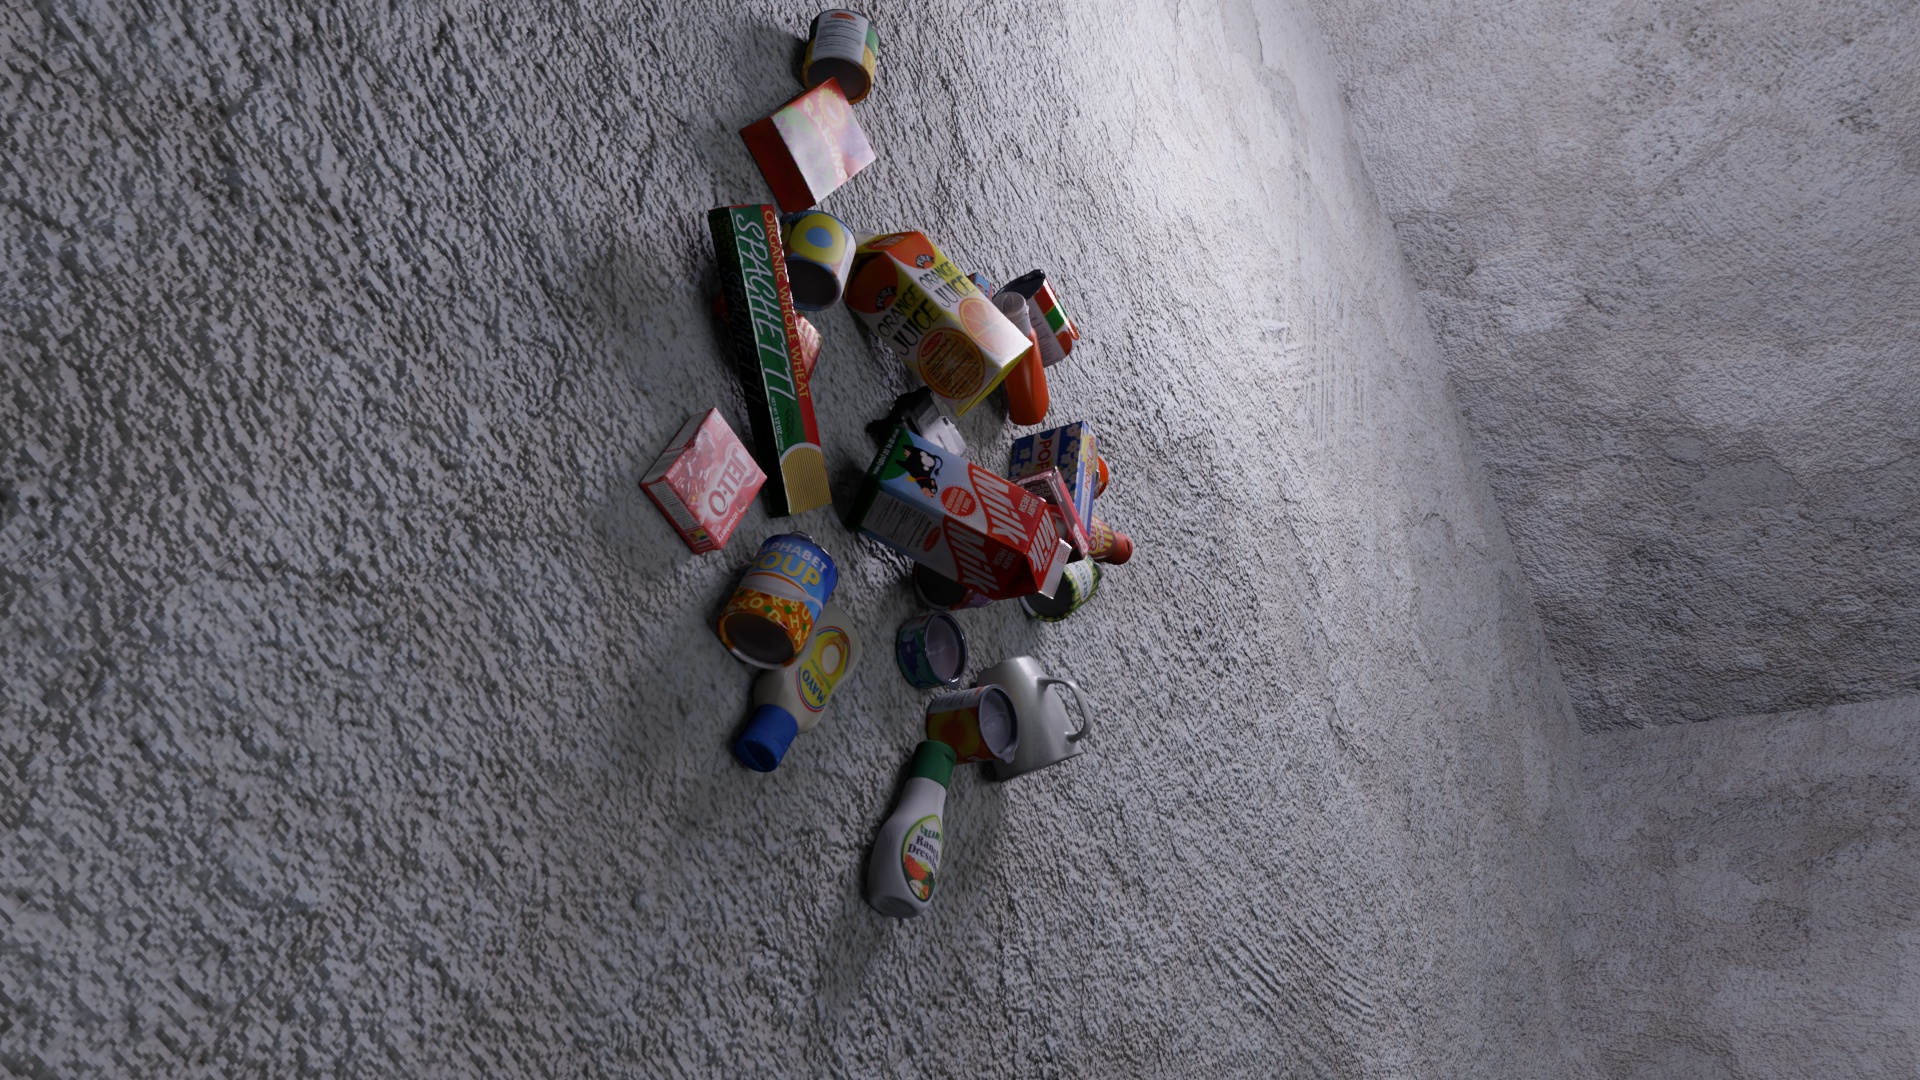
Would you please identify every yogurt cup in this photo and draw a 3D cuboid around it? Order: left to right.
[{"bbox_3d":[0.126,-0.072,1.506,0.054,0.072,0.072,20,62,-61],"label":"yogurt cup"}]

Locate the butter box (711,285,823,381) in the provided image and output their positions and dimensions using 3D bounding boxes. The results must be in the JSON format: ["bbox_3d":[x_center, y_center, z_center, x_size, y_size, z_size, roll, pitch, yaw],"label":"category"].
[{"bbox_3d":[-0.158,-0.178,1.153,0.103,0.024,0.053,45,45,-38],"label":"butter box"}]

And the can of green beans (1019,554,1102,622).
[{"bbox_3d":[0.099,0.044,1.416,0.058,0.071,0.071,-31,104,-56],"label":"can of green beans"}]

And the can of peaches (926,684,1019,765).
[{"bbox_3d":[0.012,0.168,1.244,0.071,0.058,0.071,27,56,-50],"label":"can of peaches"}]

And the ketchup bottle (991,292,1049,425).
[{"bbox_3d":[0.060,-0.187,1.419,0.148,0.043,0.065,74,19,-50],"label":"ketchup bottle"}]

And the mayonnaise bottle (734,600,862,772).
[{"bbox_3d":[-0.126,0.114,1.072,0.064,0.041,0.149,60,35,-26],"label":"mayonnaise bottle"}]

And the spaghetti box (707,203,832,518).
[{"bbox_3d":[-0.152,-0.144,1.109,0.050,0.028,0.249,-20,103,-48],"label":"spaghetti box"}]

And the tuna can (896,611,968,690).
[{"bbox_3d":[-0.024,0.101,1.238,0.071,0.032,0.071,27,56,-49],"label":"tuna can"}]

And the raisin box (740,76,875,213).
[{"bbox_3d":[-0.134,-0.353,1.245,0.086,0.040,0.124,61,37,-21],"label":"raisin box"}]

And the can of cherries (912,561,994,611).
[{"bbox_3d":[-0.001,0.028,1.269,0.058,0.071,0.071,-2,80,-56],"label":"can of cherries"}]

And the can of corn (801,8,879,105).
[{"bbox_3d":[-0.111,-0.447,1.293,0.071,0.071,0.058,36,51,-45],"label":"can of corn"}]

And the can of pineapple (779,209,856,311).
[{"bbox_3d":[-0.129,-0.239,1.185,0.071,0.071,0.058,45,44,-39],"label":"can of pineapple"}]

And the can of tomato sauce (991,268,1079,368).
[{"bbox_3d":[0.082,-0.238,1.499,0.083,0.071,0.071,55,38,-30],"label":"can of tomato sauce"}]

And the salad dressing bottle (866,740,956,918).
[{"bbox_3d":[-0.037,0.237,1.156,0.064,0.044,0.148,48,42,-34],"label":"salad dressing bottle"}]

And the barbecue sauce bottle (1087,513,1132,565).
[{"bbox_3d":[0.137,-0.001,1.511,0.148,0.043,0.065,16,63,-54],"label":"barbecue sauce bottle"}]

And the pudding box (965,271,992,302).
[{"bbox_3d":[0.004,-0.221,1.390,0.030,0.049,0.084,34,51,-44],"label":"pudding box"}]

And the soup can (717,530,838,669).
[{"bbox_3d":[-0.138,0.045,1.055,0.071,0.071,0.084,55,38,-29],"label":"soup can"}]

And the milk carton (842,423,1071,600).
[{"bbox_3d":[0.004,-0.015,1.201,0.190,0.073,0.073,27,46,-3],"label":"milk carton"}]

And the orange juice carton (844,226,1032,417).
[{"bbox_3d":[-0.034,-0.213,1.276,0.192,0.072,0.072,45,37,1],"label":"orange juice carton"}]

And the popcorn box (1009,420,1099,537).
[{"bbox_3d":[0.093,-0.054,1.427,0.038,0.085,0.127,43,44,-42],"label":"popcorn box"}]
